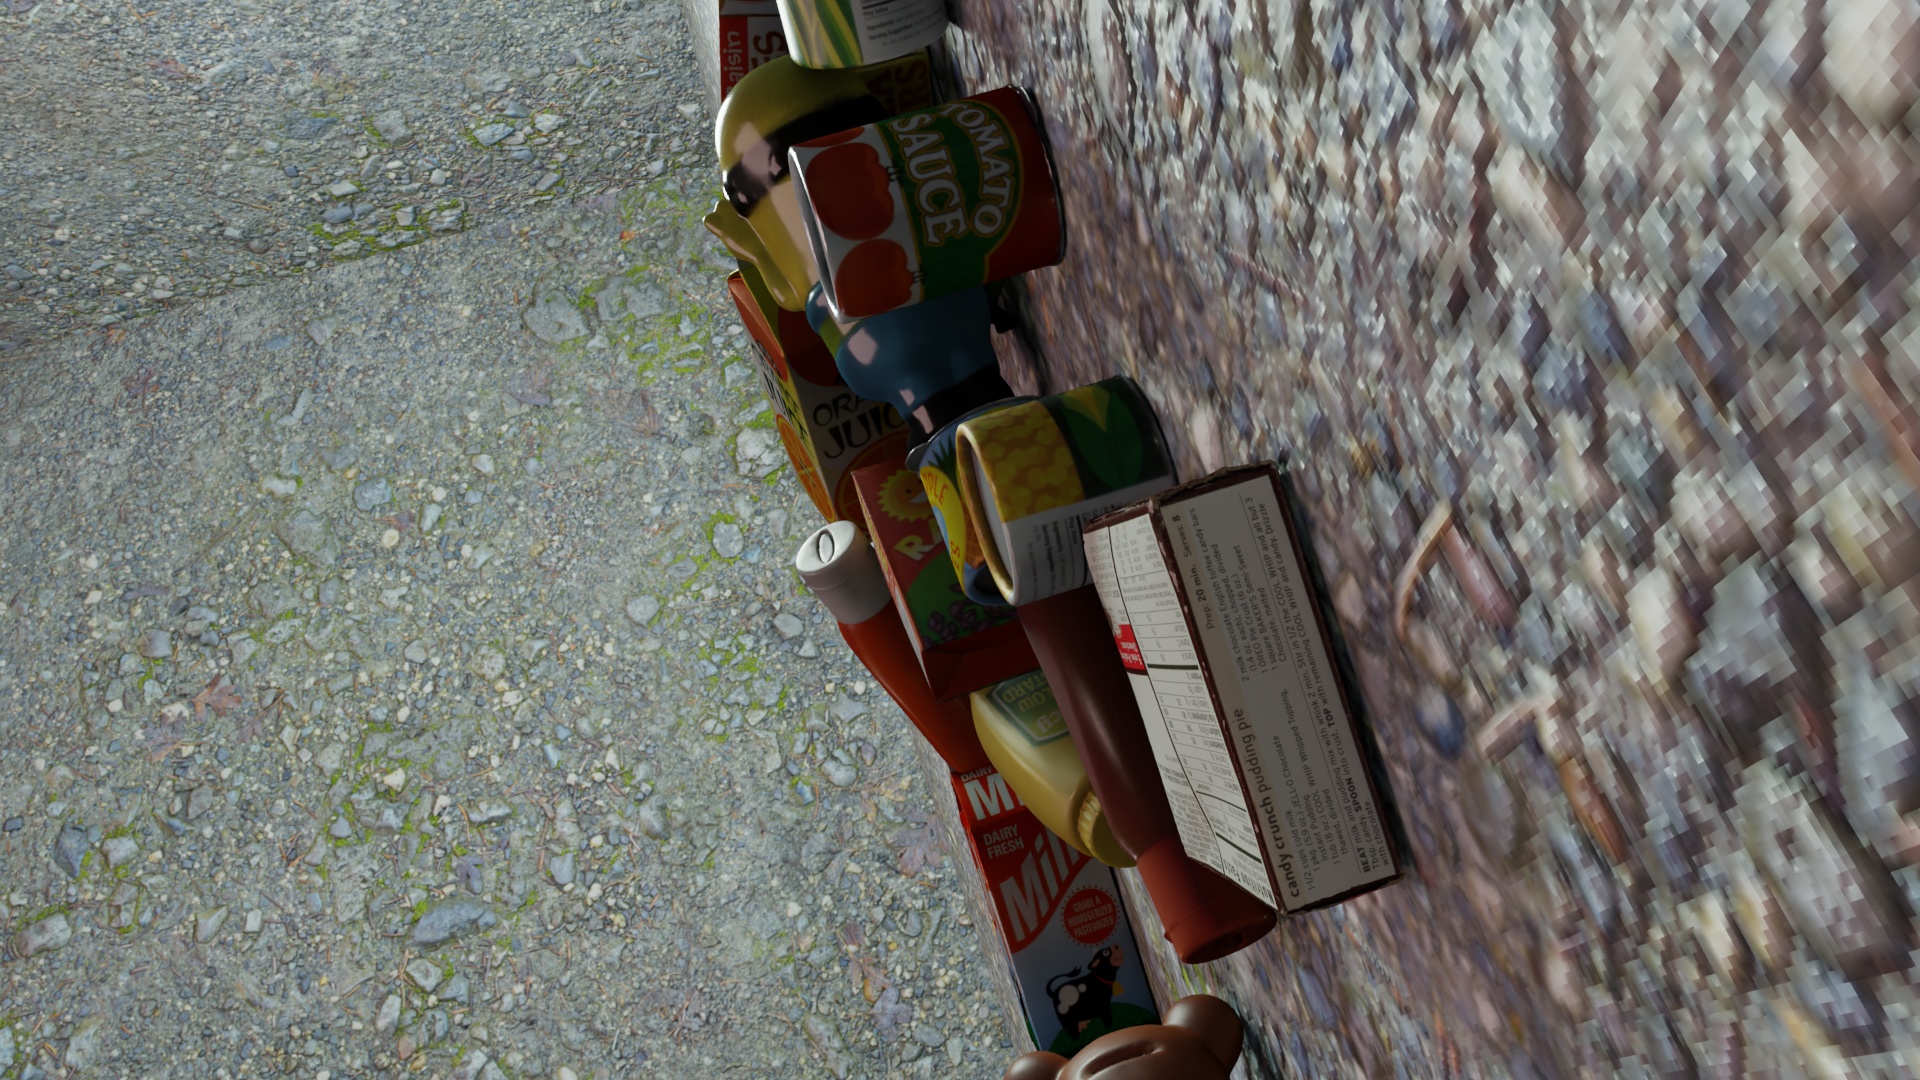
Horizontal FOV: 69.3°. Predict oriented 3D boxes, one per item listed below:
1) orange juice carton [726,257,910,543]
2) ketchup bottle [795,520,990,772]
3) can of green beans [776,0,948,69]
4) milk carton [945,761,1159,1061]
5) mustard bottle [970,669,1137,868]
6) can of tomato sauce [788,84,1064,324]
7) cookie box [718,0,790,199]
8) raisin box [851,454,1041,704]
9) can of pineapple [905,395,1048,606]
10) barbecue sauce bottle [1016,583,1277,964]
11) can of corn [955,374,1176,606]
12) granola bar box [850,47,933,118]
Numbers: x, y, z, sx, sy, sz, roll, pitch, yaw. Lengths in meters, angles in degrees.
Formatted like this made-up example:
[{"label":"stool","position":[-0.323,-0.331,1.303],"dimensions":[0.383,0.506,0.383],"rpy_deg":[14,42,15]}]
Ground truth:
[{"label":"orange juice carton","position":[-0.061,-0.090,0.715],"dimensions":[0.073,0.072,0.191],"rpy_deg":[52,164,38]},{"label":"ketchup bottle","position":[-0.029,0.053,0.708],"dimensions":[0.148,0.043,0.065],"rpy_deg":[53,-171,-34]},{"label":"can of green beans","position":[-0.042,-0.224,0.544],"dimensions":[0.071,0.071,0.057],"rpy_deg":[-117,12,-55]},{"label":"milk carton","position":[0.051,0.207,0.830],"dimensions":[0.073,0.072,0.190],"rpy_deg":[143,110,-83]},{"label":"mustard bottle","position":[0.054,0.096,0.594],"dimensions":[0.160,0.065,0.048],"rpy_deg":[-133,22,-62]},{"label":"can of tomato sauce","position":[-0.013,-0.120,0.497],"dimensions":[0.071,0.083,0.071],"rpy_deg":[165,87,-83]},{"label":"cookie box","position":[-0.100,-0.254,0.769],"dimensions":[0.123,0.040,0.167],"rpy_deg":[-66,-23,-81]},{"label":"raisin box","position":[0.008,0.006,0.628],"dimensions":[0.124,0.086,0.040],"rpy_deg":[-115,9,-46]},{"label":"can of pineapple","position":[0.021,-0.014,0.543],"dimensions":[0.070,0.071,0.058],"rpy_deg":[88,163,-64]},{"label":"barbecue sauce bottle","position":[0.067,0.078,0.509],"dimensions":[0.064,0.043,0.149],"rpy_deg":[51,-166,-58]},{"label":"can of corn","position":[0.035,-0.018,0.472],"dimensions":[0.071,0.058,0.071],"rpy_deg":[165,88,-83]},{"label":"granola bar box","position":[-0.045,-0.214,0.705],"dimensions":[0.164,0.039,0.124],"rpy_deg":[84,167,-57]}]
